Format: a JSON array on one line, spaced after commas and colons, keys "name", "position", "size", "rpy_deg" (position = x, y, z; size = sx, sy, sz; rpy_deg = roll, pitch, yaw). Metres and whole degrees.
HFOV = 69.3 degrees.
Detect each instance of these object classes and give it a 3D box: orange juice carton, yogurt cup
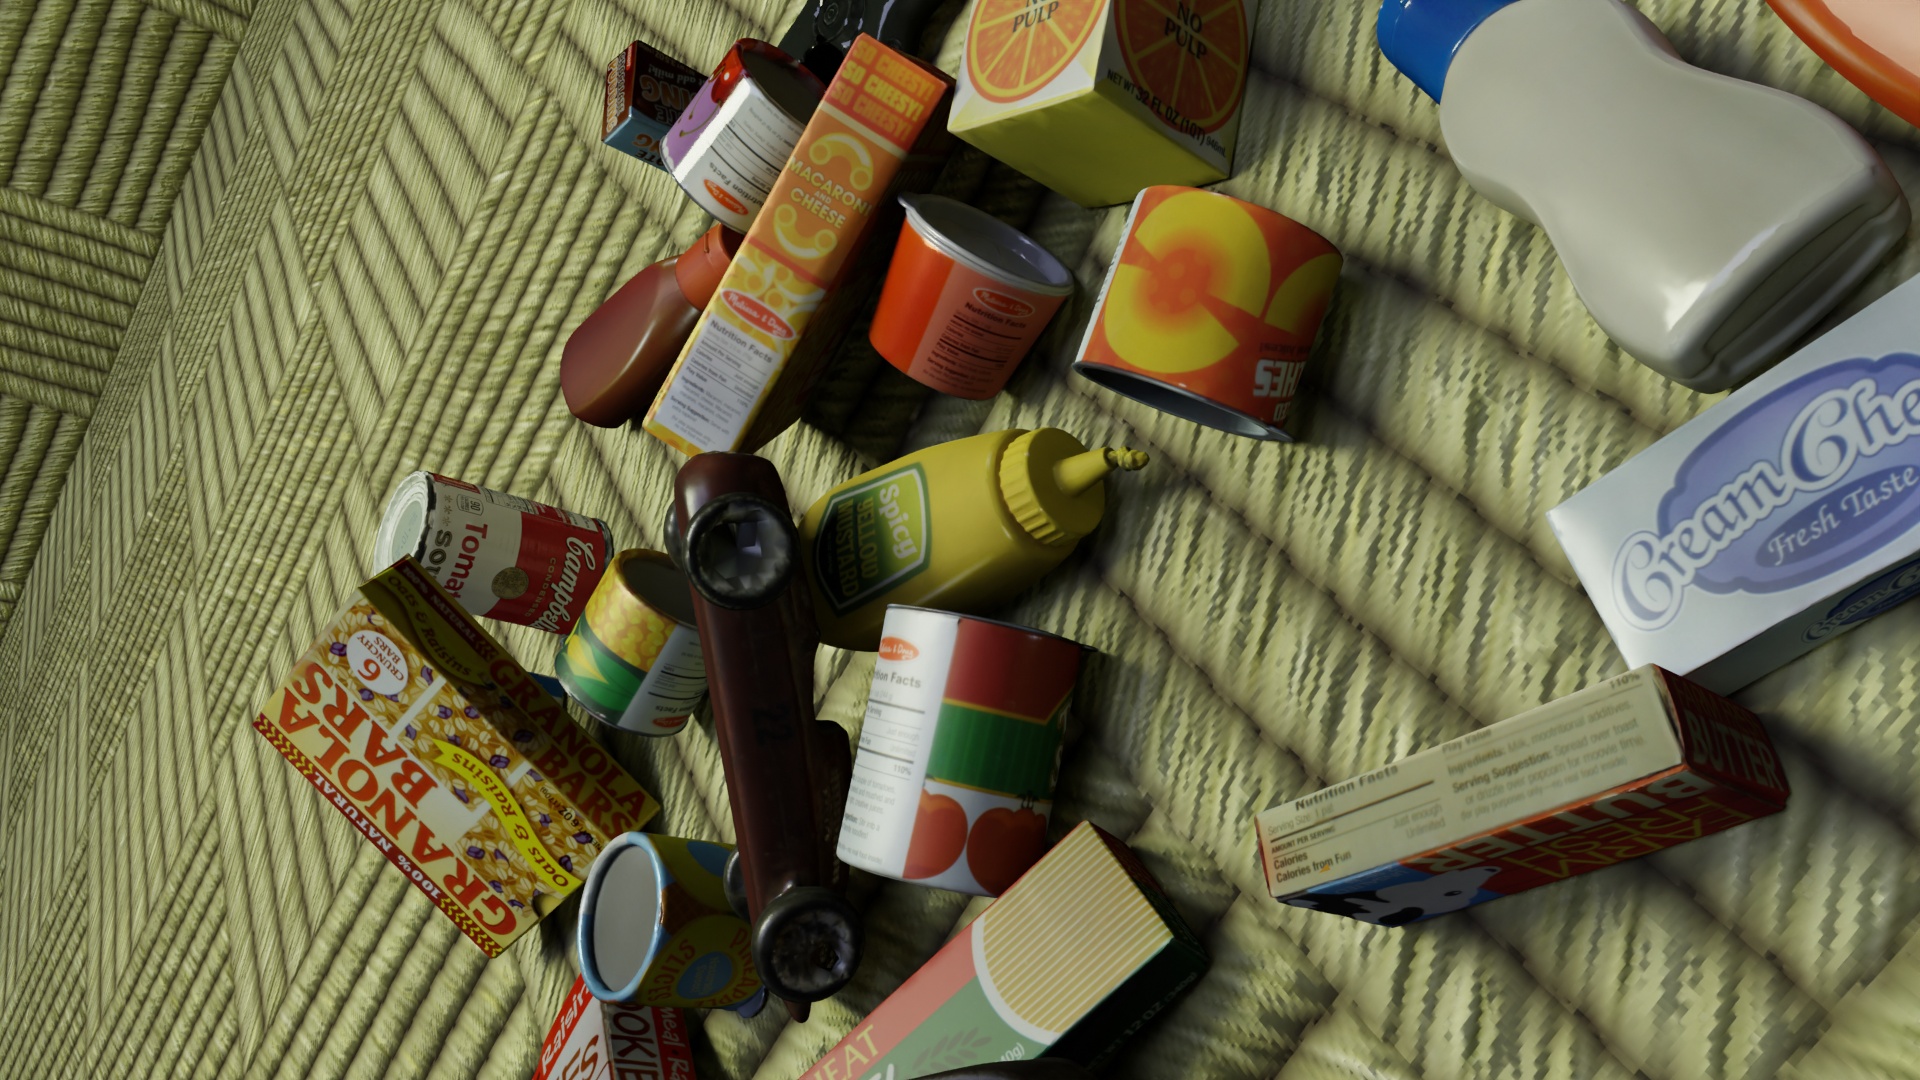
[{"name": "orange juice carton", "position": [0.061, -0.224, 0.491], "size": [0.073, 0.072, 0.193], "rpy_deg": [1, 77, 49]}, {"name": "yogurt cup", "position": [0.001, -0.088, 0.516], "size": [0.053, 0.072, 0.072], "rpy_deg": [-62, 39, 25]}]

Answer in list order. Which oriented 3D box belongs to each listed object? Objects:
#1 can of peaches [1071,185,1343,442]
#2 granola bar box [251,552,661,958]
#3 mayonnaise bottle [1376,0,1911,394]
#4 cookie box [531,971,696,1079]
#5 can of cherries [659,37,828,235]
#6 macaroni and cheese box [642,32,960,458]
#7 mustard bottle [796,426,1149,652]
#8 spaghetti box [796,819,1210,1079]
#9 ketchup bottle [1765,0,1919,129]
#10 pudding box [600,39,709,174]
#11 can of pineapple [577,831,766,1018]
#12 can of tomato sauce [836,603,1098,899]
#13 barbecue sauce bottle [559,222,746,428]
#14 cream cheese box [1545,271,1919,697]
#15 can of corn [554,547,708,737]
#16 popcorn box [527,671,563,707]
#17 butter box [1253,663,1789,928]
[{"name": "can of peaches", "position": [0.076, -0.067, 0.418], "size": [0.071, 0.071, 0.058], "rpy_deg": [22, 92, 51]}, {"name": "granola bar box", "position": [-0.239, 0.106, 0.653], "size": [0.123, 0.165, 0.039], "rpy_deg": [-41, 4, 32]}, {"name": "mayonnaise bottle", "position": [0.160, -0.105, 0.354], "size": [0.064, 0.041, 0.149], "rpy_deg": [-48, 43, 24]}, {"name": "cookie box", "position": [-0.143, 0.259, 0.534], "size": [0.122, 0.040, 0.168], "rpy_deg": [-62, 26, 11]}, {"name": "can of cherries", "position": [-0.088, -0.177, 0.610], "size": [0.058, 0.071, 0.072], "rpy_deg": [-44, 47, 28]}, {"name": "macaroni and cheese box", "position": [-0.055, -0.116, 0.557], "size": [0.166, 0.040, 0.124], "rpy_deg": [-58, 2, 16]}, {"name": "mustard bottle", "position": [0.002, -0.006, 0.492], "size": [0.159, 0.049, 0.065], "rpy_deg": [-25, 63, 42]}, {"name": "spaghetti box", "position": [-0.036, 0.185, 0.411], "size": [0.250, 0.028, 0.050], "rpy_deg": [-42, 43, 2]}, {"name": "ketchup bottle", "position": [0.209, -0.132, 0.304], "size": [0.064, 0.043, 0.149], "rpy_deg": [-51, 43, 22]}, {"name": "pudding box", "position": [-0.139, -0.212, 0.710], "size": [0.030, 0.084, 0.050], "rpy_deg": [-23, 59, 43]}, {"name": "can of pineapple", "position": [-0.111, 0.153, 0.554], "size": [0.071, 0.058, 0.071], "rpy_deg": [-21, 60, 43]}, {"name": "can of tomato sauce", "position": [0.002, 0.068, 0.452], "size": [0.071, 0.071, 0.083], "rpy_deg": [3, 78, 50]}, {"name": "barbecue sauce bottle", "position": [-0.153, -0.115, 0.721], "size": [0.148, 0.043, 0.065], "rpy_deg": [-29, 55, 39]}, {"name": "cream cheese box", "position": [0.185, -0.011, 0.299], "size": [0.103, 0.024, 0.053], "rpy_deg": [-41, 47, 32]}, {"name": "can of corn", "position": [-0.140, 0.043, 0.623], "size": [0.058, 0.071, 0.071], "rpy_deg": [-57, 41, 16]}, {"name": "popcorn box", "position": [-0.283, 0.103, 0.753], "size": [0.126, 0.085, 0.038], "rpy_deg": [-30, 53, 40]}, {"name": "butter box", "position": [0.125, 0.062, 0.318], "size": [0.103, 0.053, 0.024], "rpy_deg": [-32, 50, 37]}]
